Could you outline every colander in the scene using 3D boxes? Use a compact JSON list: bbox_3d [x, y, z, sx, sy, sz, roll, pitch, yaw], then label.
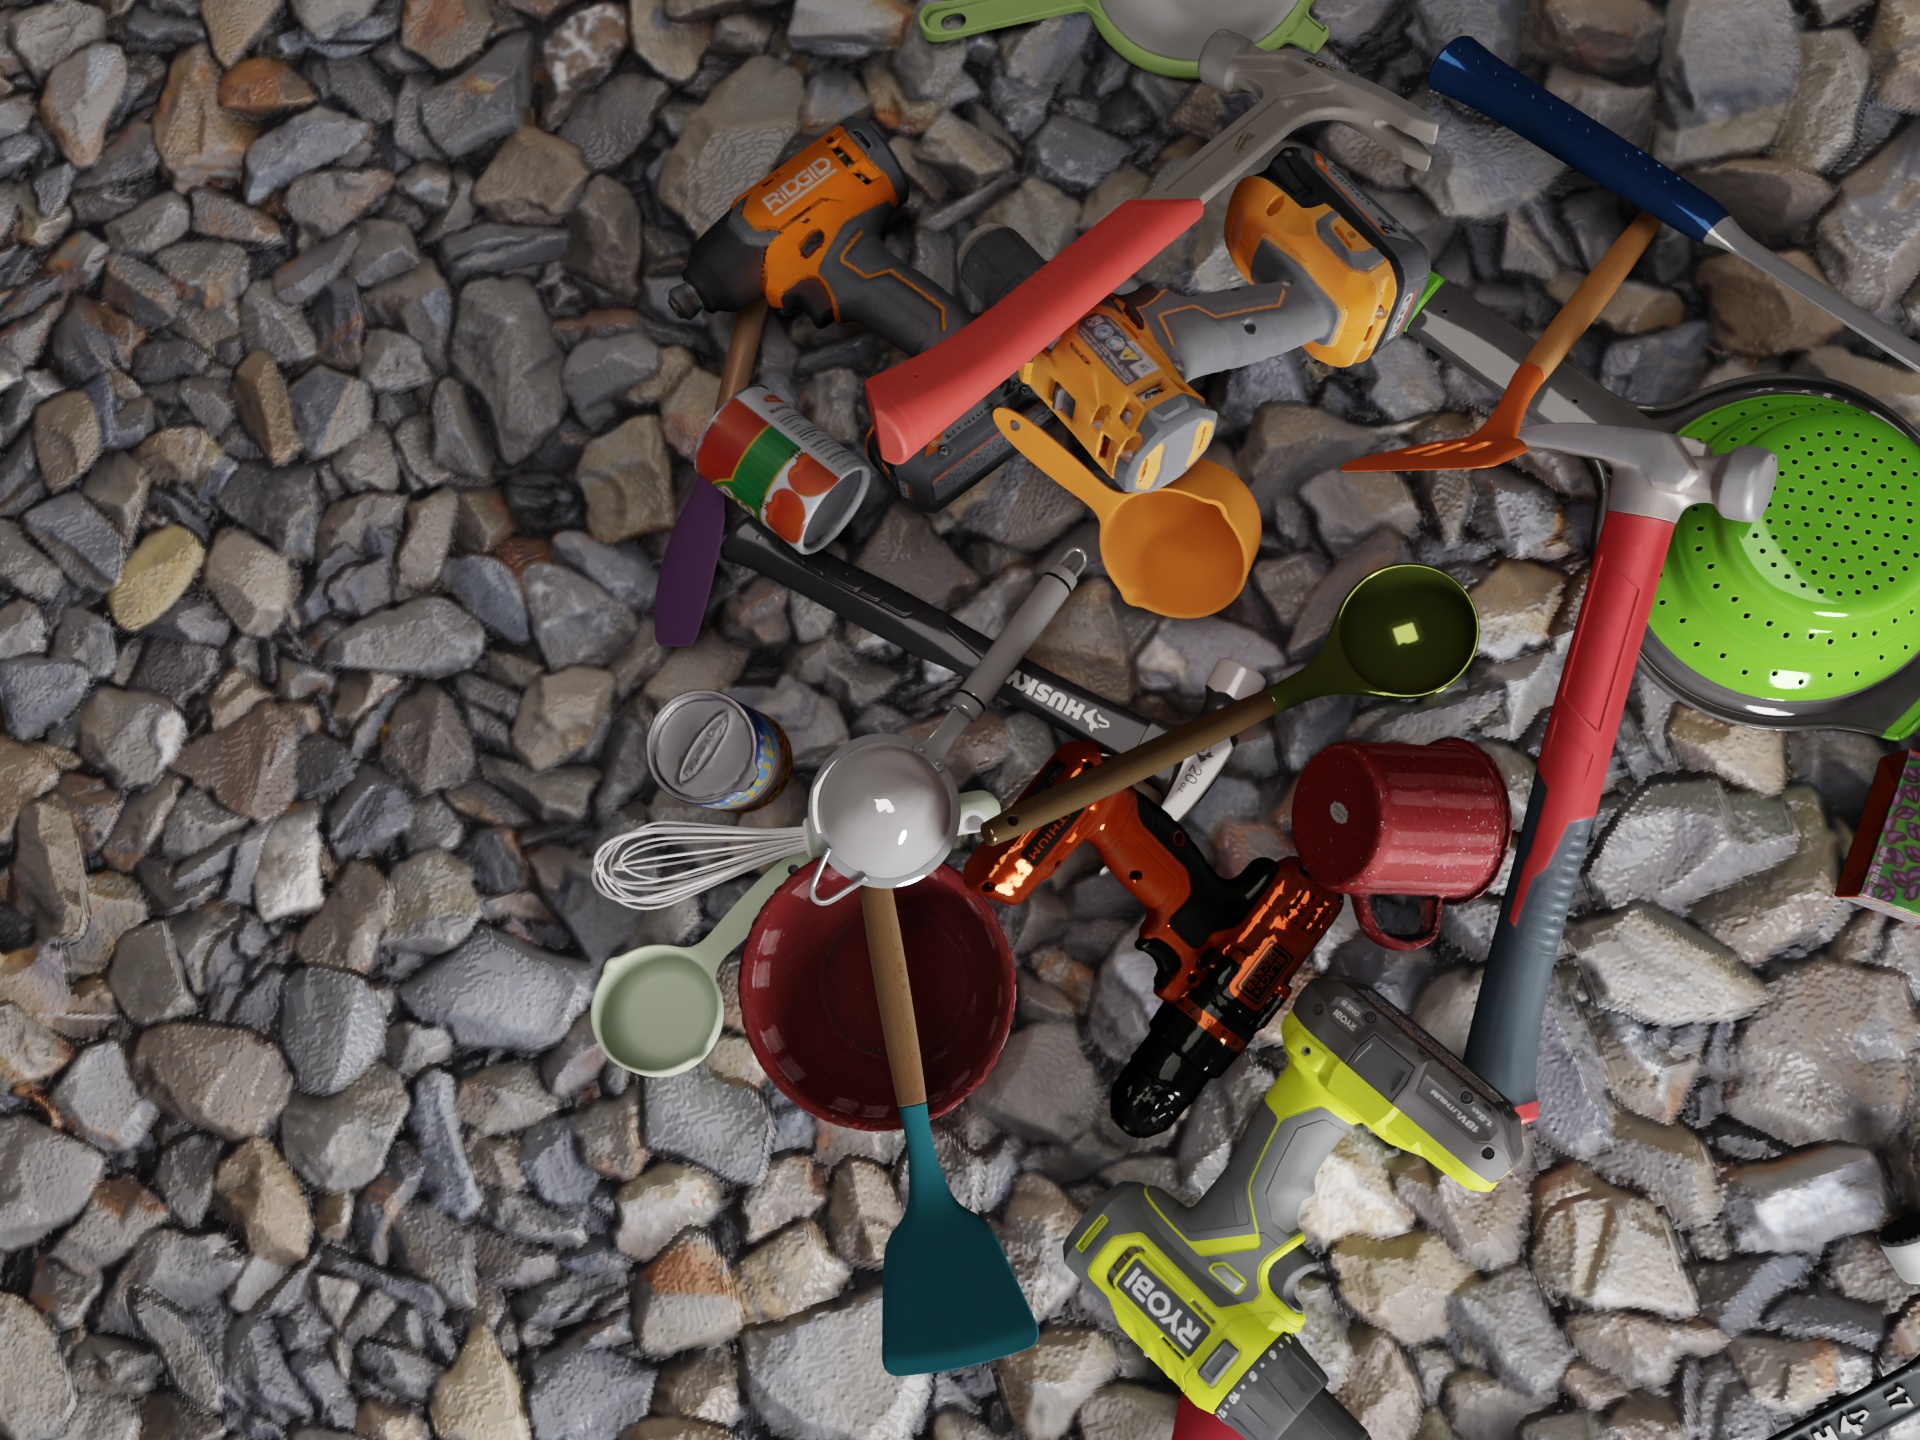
[{"bbox_3d":[0.395,-0.151,0.876,0.397,0.094,0.204,39,90,12],"label":"colander"}]

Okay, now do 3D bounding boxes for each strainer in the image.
[{"bbox_3d":[-0.001,-0.003,0.894,0.087,0.050,0.258,39,72,-8],"label":"strainer"},{"bbox_3d":[0.096,-0.471,0.982,0.256,0.069,0.151,-10,81,6],"label":"strainer"}]

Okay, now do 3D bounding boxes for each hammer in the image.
[{"bbox_3d":[0.312,0.035,0.860,0.143,0.038,0.386,18,99,38],"label":"hammer"},{"bbox_3d":[0.431,-0.266,0.880,0.144,0.035,0.406,-30,63,-32],"label":"hammer"},{"bbox_3d":[0.368,0.419,0.825,0.409,0.036,0.149,-30,82,3],"label":"hammer"},{"bbox_3d":[0.091,-0.247,0.838,0.149,0.036,0.359,37,66,24],"label":"hammer"},{"bbox_3d":[0.001,-0.036,0.955,0.335,0.035,0.146,28,87,12],"label":"hammer"}]

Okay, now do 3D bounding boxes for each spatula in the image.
[{"bbox_3d":[0.314,-0.206,0.851,0.081,0.041,0.323,7,44,44],"label":"spatula"},{"bbox_3d":[-0.029,0.183,0.868,0.082,0.044,0.318,-10,79,-5],"label":"spatula"},{"bbox_3d":[-0.147,-0.198,1.005,0.060,0.018,0.316,4,78,45],"label":"spatula"}]

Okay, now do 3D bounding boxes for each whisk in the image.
[{"bbox_3d":[-0.098,0.071,0.945,0.246,0.057,0.059,-9,39,-1],"label":"whisk"}]

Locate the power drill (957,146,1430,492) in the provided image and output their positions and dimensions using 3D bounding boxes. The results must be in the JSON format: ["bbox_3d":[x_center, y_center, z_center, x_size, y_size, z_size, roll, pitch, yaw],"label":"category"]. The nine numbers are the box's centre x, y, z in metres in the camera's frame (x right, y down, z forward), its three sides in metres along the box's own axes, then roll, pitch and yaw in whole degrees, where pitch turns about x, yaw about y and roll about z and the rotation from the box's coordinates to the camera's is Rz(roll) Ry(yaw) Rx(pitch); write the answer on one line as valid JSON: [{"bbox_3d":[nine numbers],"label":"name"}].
[{"bbox_3d":[0.126,-0.243,0.900,0.226,0.084,0.185,-31,67,-20],"label":"power drill"}]

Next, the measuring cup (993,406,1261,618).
[{"bbox_3d":[0.097,-0.135,0.917,0.173,0.095,0.052,38,46,-3],"label":"measuring cup"}]

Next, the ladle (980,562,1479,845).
[{"bbox_3d":[0.149,-0.005,0.850,0.320,0.062,0.078,-23,74,-25],"label":"ladle"}]

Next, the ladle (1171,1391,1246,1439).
[{"bbox_3d":[0.074,0.467,0.879,0.315,0.031,0.069,-46,75,3],"label":"ladle"}]

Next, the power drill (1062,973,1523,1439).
[{"bbox_3d":[0.188,0.269,0.838,0.191,0.080,0.228,40,98,26],"label":"power drill"}]

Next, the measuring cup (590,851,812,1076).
[{"bbox_3d":[-0.148,0.144,0.960,0.083,0.038,0.167,40,73,14],"label":"measuring cup"}]

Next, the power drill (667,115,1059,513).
[{"bbox_3d":[-0.061,-0.238,0.960,0.164,0.084,0.226,-37,78,-6],"label":"power drill"}]
